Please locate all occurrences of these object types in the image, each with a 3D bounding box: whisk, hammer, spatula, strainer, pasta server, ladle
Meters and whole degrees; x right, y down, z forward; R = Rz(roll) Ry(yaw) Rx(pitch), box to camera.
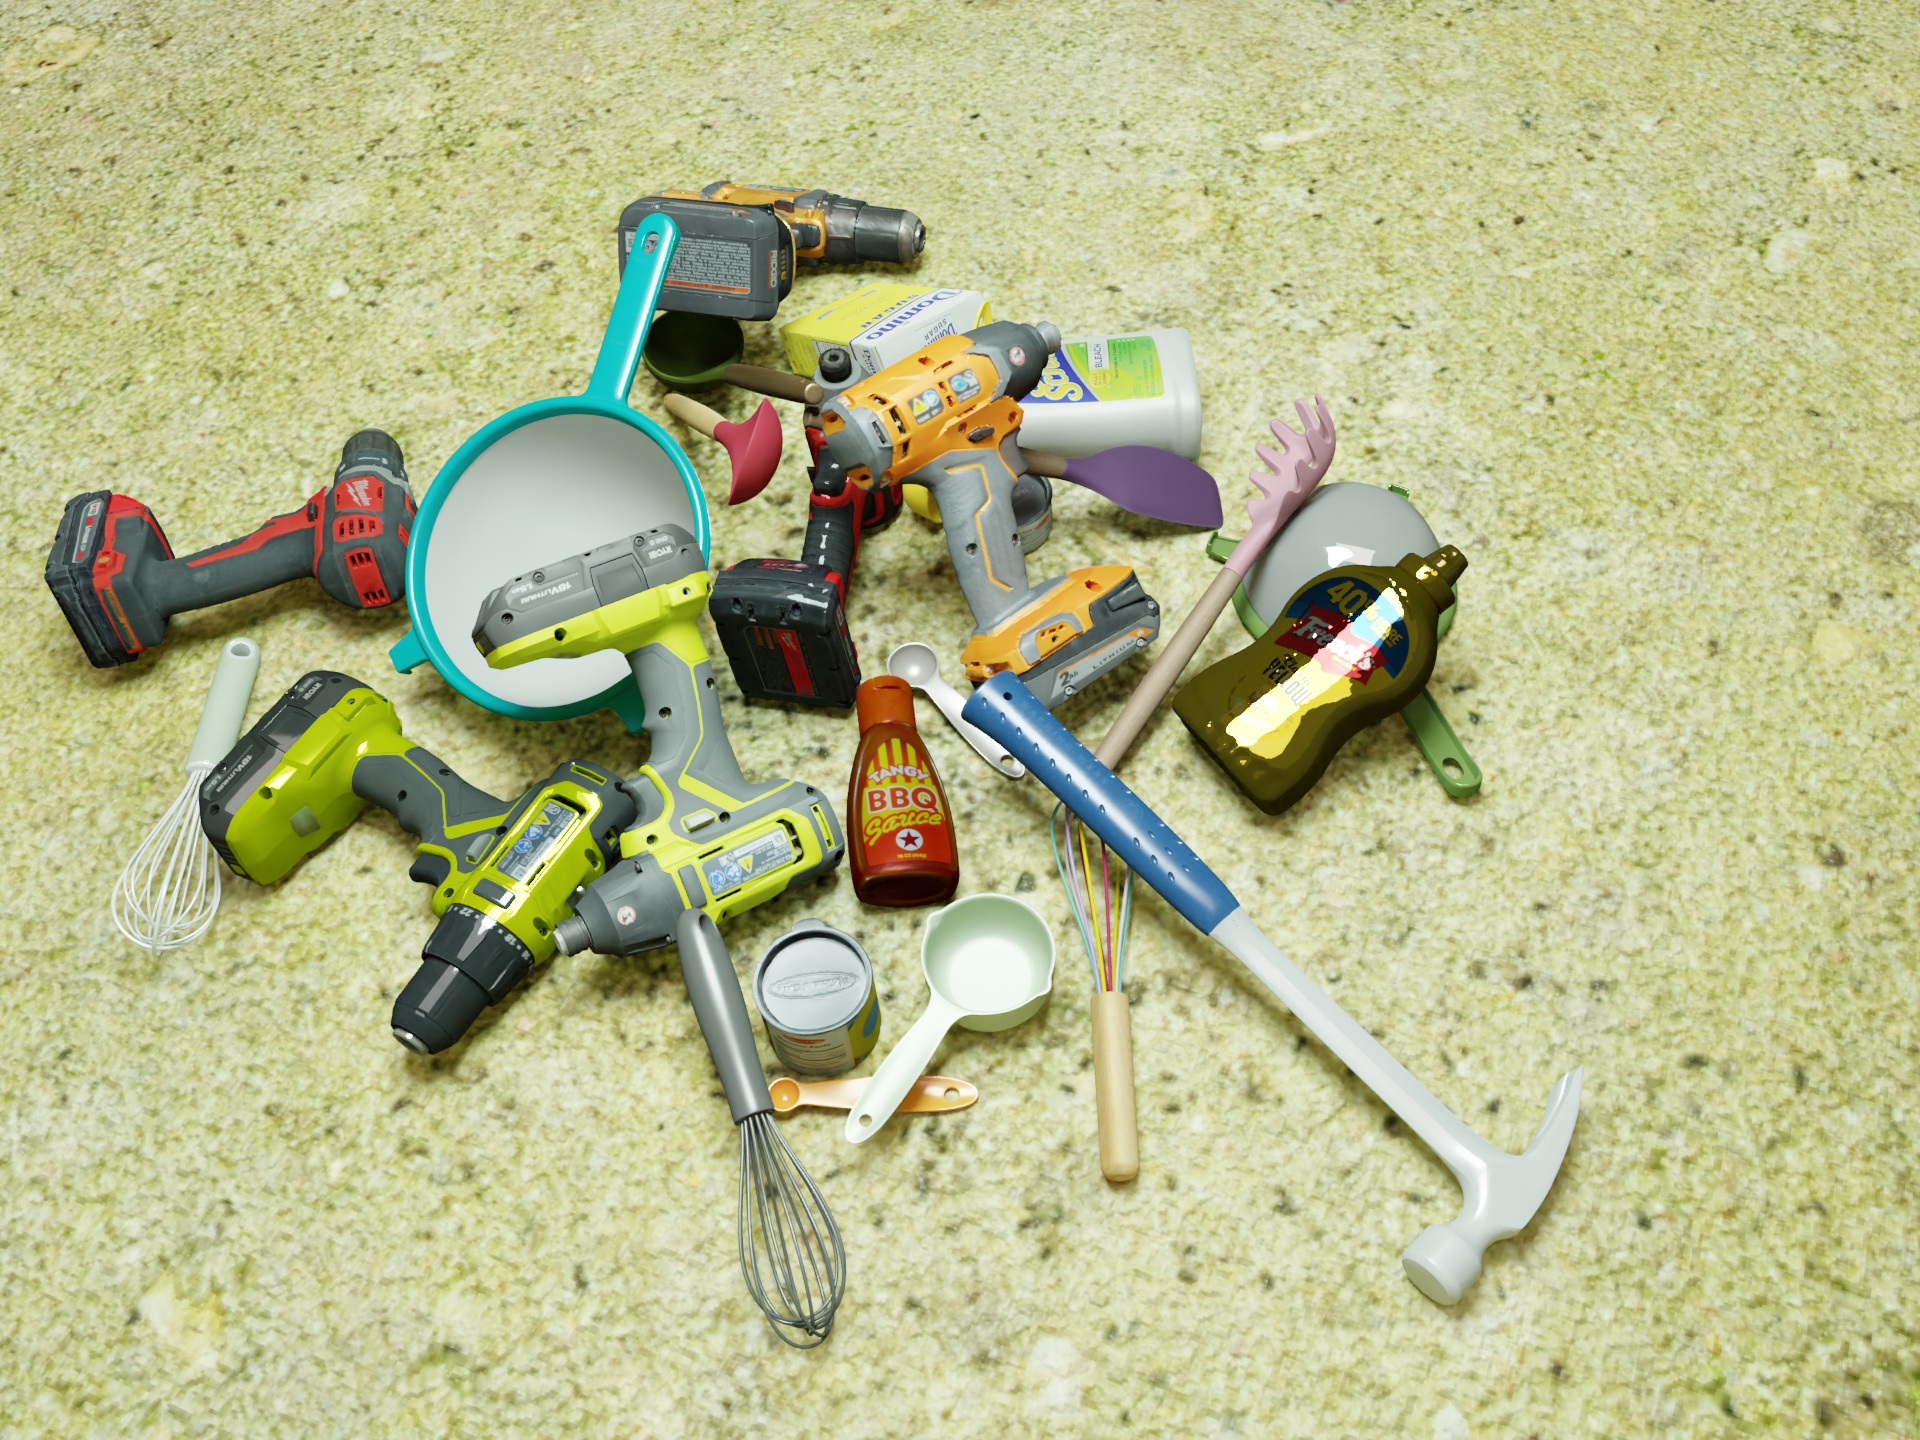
[{"bbox_3d":[-0.479,0.041,1.004,0.057,0.059,0.247,11,47,-18],"label":"whisk"},{"bbox_3d":[0.157,0.115,0.876,0.144,0.035,0.406,-38,70,-22],"label":"hammer"},{"bbox_3d":[0.044,-0.173,1.051,0.315,0.018,0.060,6,65,-28],"label":"spatula"},{"bbox_3d":[-0.111,0.207,0.833,0.055,0.055,0.239,-18,66,-9],"label":"whisk"},{"bbox_3d":[0.270,-0.068,1.016,0.151,0.069,0.257,-15,53,-7],"label":"strainer"},{"bbox_3d":[0.153,-0.076,1.012,0.040,0.060,0.316,40,76,-17],"label":"pasta server"},{"bbox_3d":[-0.167,-0.197,1.071,0.031,0.069,0.316,17,10,-25],"label":"ladle"},{"bbox_3d":[0.080,0.136,0.900,0.051,0.047,0.245,-1,58,1],"label":"whisk"},{"bbox_3d":[-0.154,-0.248,1.094,0.078,0.062,0.320,-27,24,-14],"label":"ladle"},{"bbox_3d":[-0.229,-0.158,1.048,0.211,0.095,0.340,13,83,17],"label":"strainer"}]

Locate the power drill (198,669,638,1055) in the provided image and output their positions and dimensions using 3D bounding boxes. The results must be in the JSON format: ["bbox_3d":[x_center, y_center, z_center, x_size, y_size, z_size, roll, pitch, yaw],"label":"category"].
[{"bbox_3d":[-0.331,0.079,0.947,0.228,0.080,0.191,24,58,16],"label":"power drill"}]

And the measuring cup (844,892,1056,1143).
[{"bbox_3d":[-0.009,0.171,0.884,0.083,0.038,0.168,29,63,22],"label":"measuring cup"}]

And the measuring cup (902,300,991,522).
[{"bbox_3d":[-0.007,-0.214,1.097,0.029,0.156,0.062,24,25,25],"label":"measuring cup"}]

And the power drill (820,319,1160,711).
[{"bbox_3d":[0.034,-0.133,0.993,0.164,0.084,0.226,-34,104,-19],"label":"power drill"}]

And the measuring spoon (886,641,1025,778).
[{"bbox_3d":[-0.002,-0.003,1.025,0.034,0.018,0.124,-37,67,-18],"label":"measuring spoon"}]

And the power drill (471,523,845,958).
[{"bbox_3d":[-0.183,0.015,0.912,0.171,0.080,0.223,-24,95,-24],"label":"power drill"}]

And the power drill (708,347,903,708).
[{"bbox_3d":[-0.090,-0.129,1.041,0.078,0.143,0.220,7,57,11],"label":"power drill"}]

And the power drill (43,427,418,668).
[{"bbox_3d":[-0.490,-0.131,1.102,0.226,0.080,0.188,-13,41,-8],"label":"power drill"}]

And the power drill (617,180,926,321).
[{"bbox_3d":[-0.139,-0.363,1.210,0.185,0.084,0.226,9,26,11],"label":"power drill"}]

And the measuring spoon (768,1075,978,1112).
[{"bbox_3d":[-0.048,0.208,0.878,0.117,0.011,0.021,0,55,-1],"label":"measuring spoon"}]
